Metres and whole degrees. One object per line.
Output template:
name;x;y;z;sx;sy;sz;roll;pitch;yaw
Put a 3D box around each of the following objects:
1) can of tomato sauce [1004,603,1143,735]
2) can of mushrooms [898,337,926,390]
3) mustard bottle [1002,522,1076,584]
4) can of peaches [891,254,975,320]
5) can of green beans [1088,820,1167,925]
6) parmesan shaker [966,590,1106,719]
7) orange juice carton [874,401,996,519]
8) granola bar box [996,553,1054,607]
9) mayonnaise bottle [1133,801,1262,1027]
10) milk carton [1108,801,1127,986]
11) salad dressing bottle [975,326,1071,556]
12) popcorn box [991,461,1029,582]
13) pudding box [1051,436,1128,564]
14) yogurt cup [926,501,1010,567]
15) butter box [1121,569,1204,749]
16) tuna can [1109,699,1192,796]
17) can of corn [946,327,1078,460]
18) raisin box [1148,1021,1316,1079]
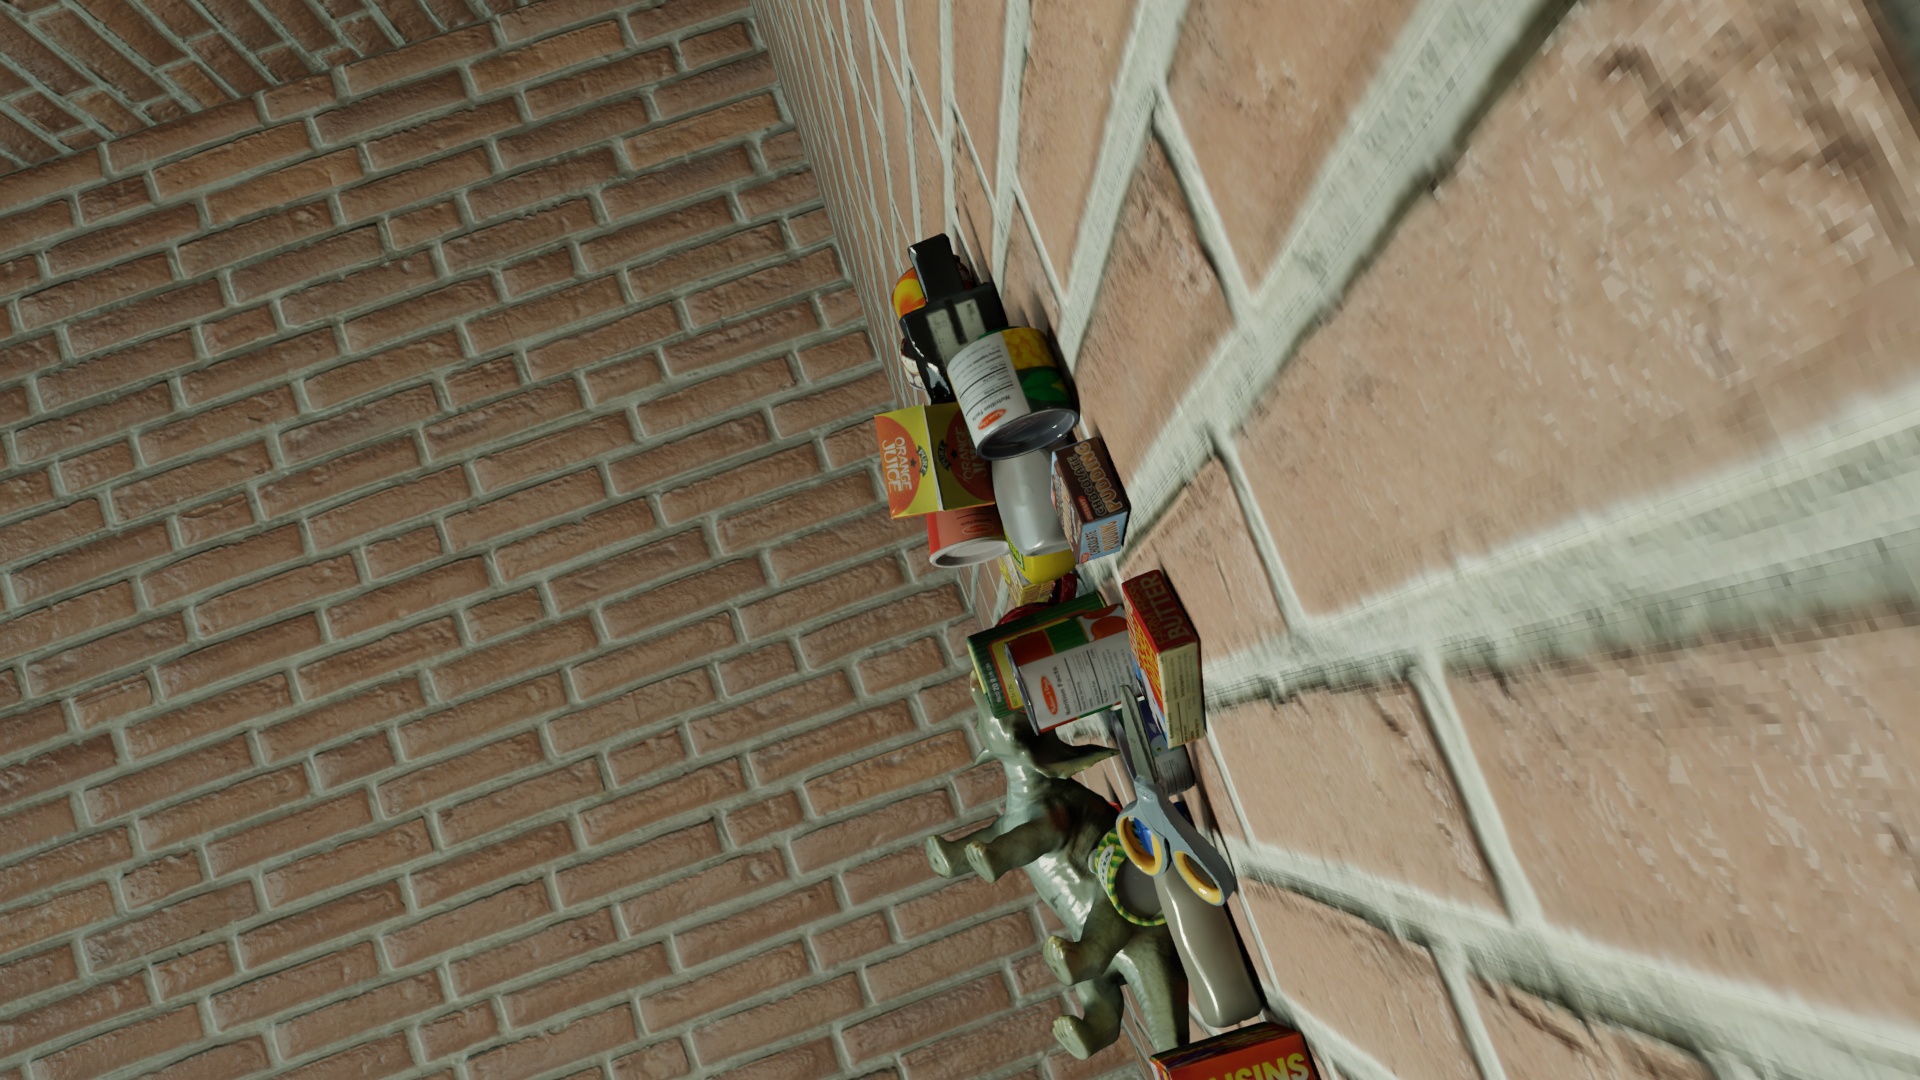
can of tomato sauce;0.079;0.085;0.937;0.071;0.083;0.071;166;85;-87
can of mushrooms;-0.020;-0.167;1.260;0.071;0.071;0.033;-113;6;-48
mustard bottle;0.053;-0.027;1.000;0.159;0.049;0.065;76;172;-60
can of peaches;-0.014;-0.179;1.088;0.071;0.071;0.058;76;174;-60
can of green beans;0.141;0.256;1.069;0.058;0.071;0.071;-145;36;-84
parmesan shaker;0.064;0.087;1.025;0.071;0.103;0.071;165;85;-86
orange juice carton;-0.015;-0.056;0.972;0.193;0.073;0.071;-46;-53;-88
granola bar box;0.050;-0.005;1.280;0.165;0.039;0.124;85;164;-79
mayonnaise bottle;0.162;0.256;0.957;0.064;0.041;0.148;91;161;-76
milk carton;0.147;0.333;1.373;0.191;0.073;0.072;-113;4;-50
salad dressing bottle;0.044;-0.065;0.905;0.064;0.044;0.148;-23;76;44
popcorn box;0.048;-0.039;1.125;0.085;0.038;0.126;-112;4;-47
pudding box;0.075;-0.023;0.821;0.083;0.030;0.050;81;170;-73
yogurt cup;0.004;-0.014;1.097;0.072;0.072;0.054;83;174;-75
butter box;0.113;0.067;0.770;0.103;0.024;0.053;74;175;-50
tuna can;0.125;0.136;0.914;0.071;0.033;0.071;166;85;-87
can of corn;0.033;-0.089;0.848;0.071;0.071;0.058;82;169;-73
raisin box;0.170;0.337;0.880;0.123;0.086;0.040;81;173;-74
